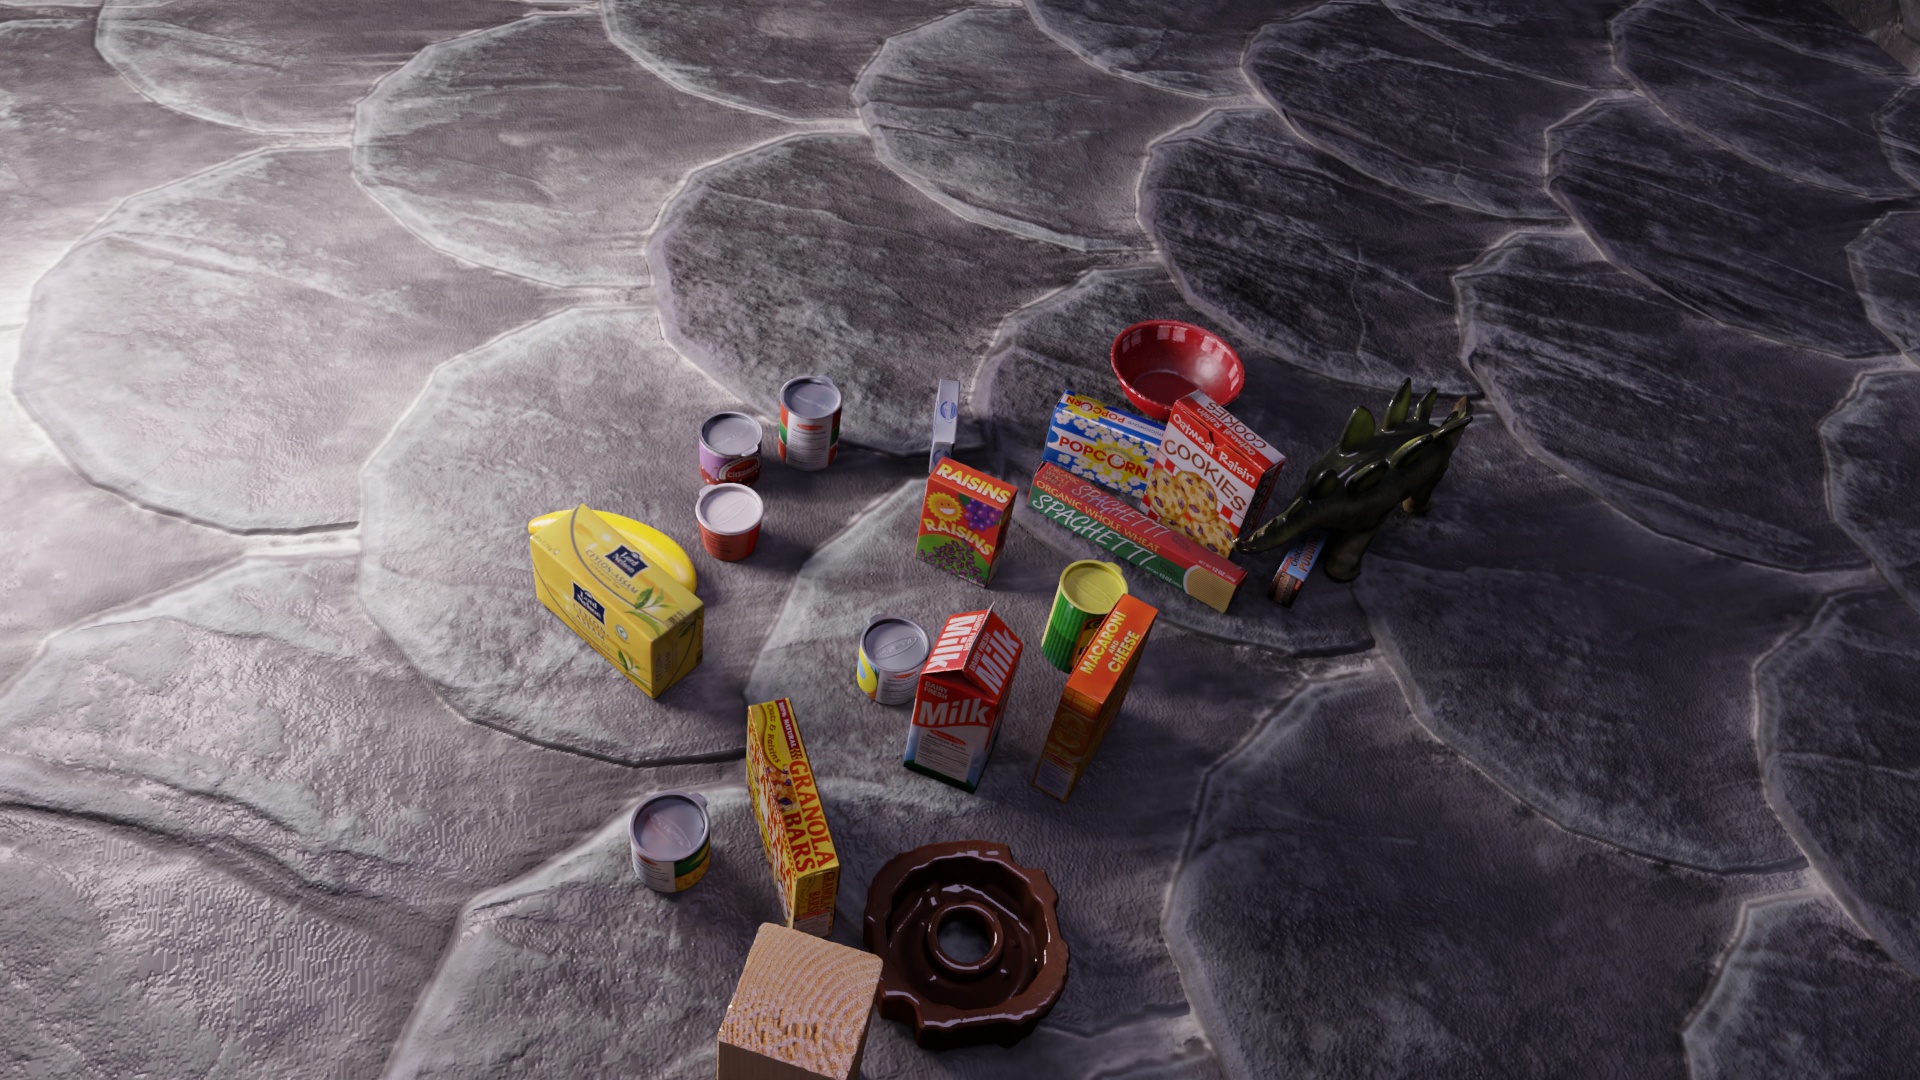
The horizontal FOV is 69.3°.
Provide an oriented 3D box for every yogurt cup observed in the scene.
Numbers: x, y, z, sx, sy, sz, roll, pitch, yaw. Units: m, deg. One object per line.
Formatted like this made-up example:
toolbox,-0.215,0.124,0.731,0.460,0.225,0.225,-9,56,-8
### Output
yogurt cup,-0.235,-0.016,1.414,0.072,0.053,0.073,5,49,-6

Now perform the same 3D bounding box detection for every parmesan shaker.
parmesan shaker,0.123,0.075,1.363,0.071,0.102,0.072,5,49,-6

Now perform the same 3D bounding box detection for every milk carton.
milk carton,0.004,0.136,1.231,0.073,0.189,0.073,20,49,8

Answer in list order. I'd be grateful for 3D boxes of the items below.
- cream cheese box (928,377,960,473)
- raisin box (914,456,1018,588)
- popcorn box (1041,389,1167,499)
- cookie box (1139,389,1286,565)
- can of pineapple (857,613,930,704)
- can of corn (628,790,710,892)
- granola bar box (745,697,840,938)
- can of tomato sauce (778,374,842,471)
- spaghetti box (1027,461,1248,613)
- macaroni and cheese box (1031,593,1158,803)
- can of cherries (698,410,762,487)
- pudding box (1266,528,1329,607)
cream cheese box,-0.018,-0.127,1.549,0.024,0.053,0.104,7,48,-3
raisin box,0.005,-0.018,1.411,0.086,0.122,0.040,24,50,12
popcorn box,0.161,-0.106,1.540,0.127,0.084,0.038,22,49,9
cookie box,0.261,-0.059,1.462,0.040,0.166,0.123,-31,61,-31
can of pineapple,-0.065,0.113,1.328,0.071,0.057,0.071,5,49,-6
can of corn,-0.243,0.253,1.174,0.071,0.058,0.071,5,49,-6
granola bar box,-0.142,0.235,1.164,0.039,0.123,0.166,-10,52,-18
can of tomato sauce,-0.163,-0.127,1.505,0.071,0.082,0.071,5,49,-6
spaghetti box,0.184,-0.005,1.479,0.250,0.049,0.029,30,51,16
macaroni and cheese box,0.120,0.144,1.260,0.040,0.165,0.124,27,50,13
can of cherries,-0.244,-0.093,1.477,0.071,0.058,0.072,5,49,-6
pudding box,0.360,0.025,1.483,0.030,0.049,0.084,27,50,14
